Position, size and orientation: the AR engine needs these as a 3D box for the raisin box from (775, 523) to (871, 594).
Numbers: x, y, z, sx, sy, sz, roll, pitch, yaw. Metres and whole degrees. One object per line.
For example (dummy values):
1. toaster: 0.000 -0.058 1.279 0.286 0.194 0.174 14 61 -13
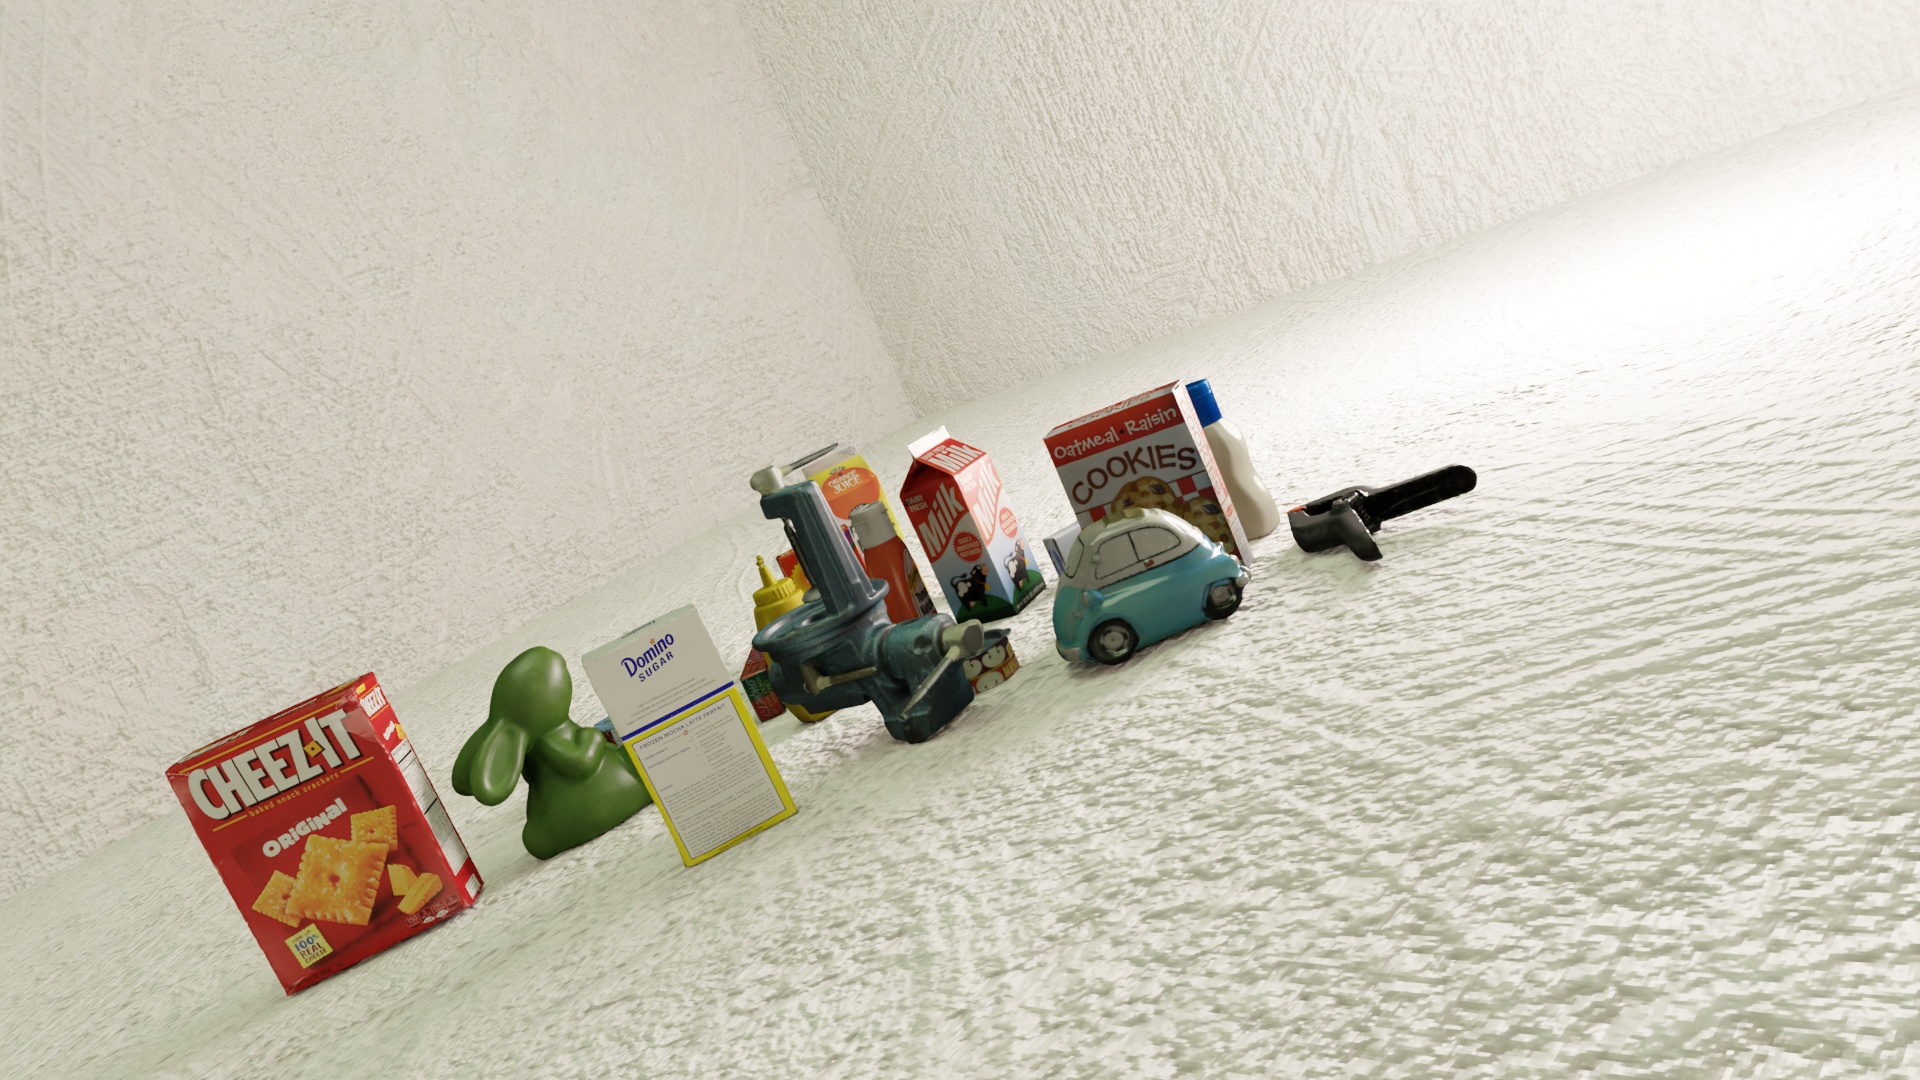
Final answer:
1. raisin box: -0.136 0.056 1.504 0.086 0.123 0.040 -25 9 -8

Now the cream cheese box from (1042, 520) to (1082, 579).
1. cream cheese box: 0.135 0.000 1.373 0.104 0.053 0.024 -28 10 -25

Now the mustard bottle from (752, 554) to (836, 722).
1. mustard bottle: -0.155 0.087 1.276 0.065 0.160 0.048 -30 11 -32

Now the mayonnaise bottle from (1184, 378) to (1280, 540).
1. mayonnaise bottle: 0.233 -0.071 1.246 0.064 0.148 0.041 -14 13 45

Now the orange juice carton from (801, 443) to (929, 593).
1. orange juice carton: -0.113 -0.011 1.602 0.072 0.192 0.073 -26 10 -15

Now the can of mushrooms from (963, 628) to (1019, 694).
1. can of mushrooms: 0.016 0.102 1.169 0.071 0.033 0.071 -23 10 4

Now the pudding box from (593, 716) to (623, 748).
1. pudding box: -0.336 0.202 1.415 0.030 0.049 0.083 -31 12 -37

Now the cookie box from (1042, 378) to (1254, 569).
1. cookie box: 0.159 -0.037 1.177 0.122 0.167 0.040 -19 10 26

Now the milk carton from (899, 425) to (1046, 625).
1. milk carton: 0.005 -0.017 1.367 0.073 0.190 0.073 -17 11 35

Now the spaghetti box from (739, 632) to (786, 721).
1. spaghetti box: -0.199 0.131 1.467 0.029 0.050 0.250 -24 10 0

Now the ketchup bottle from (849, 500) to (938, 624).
1. ketchup bottle: -0.065 0.034 1.379 0.043 0.148 0.065 -21 10 18

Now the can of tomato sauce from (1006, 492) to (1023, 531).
1. can of tomato sauce: 0.035 -0.001 1.528 0.071 0.083 0.071 -23 10 4
